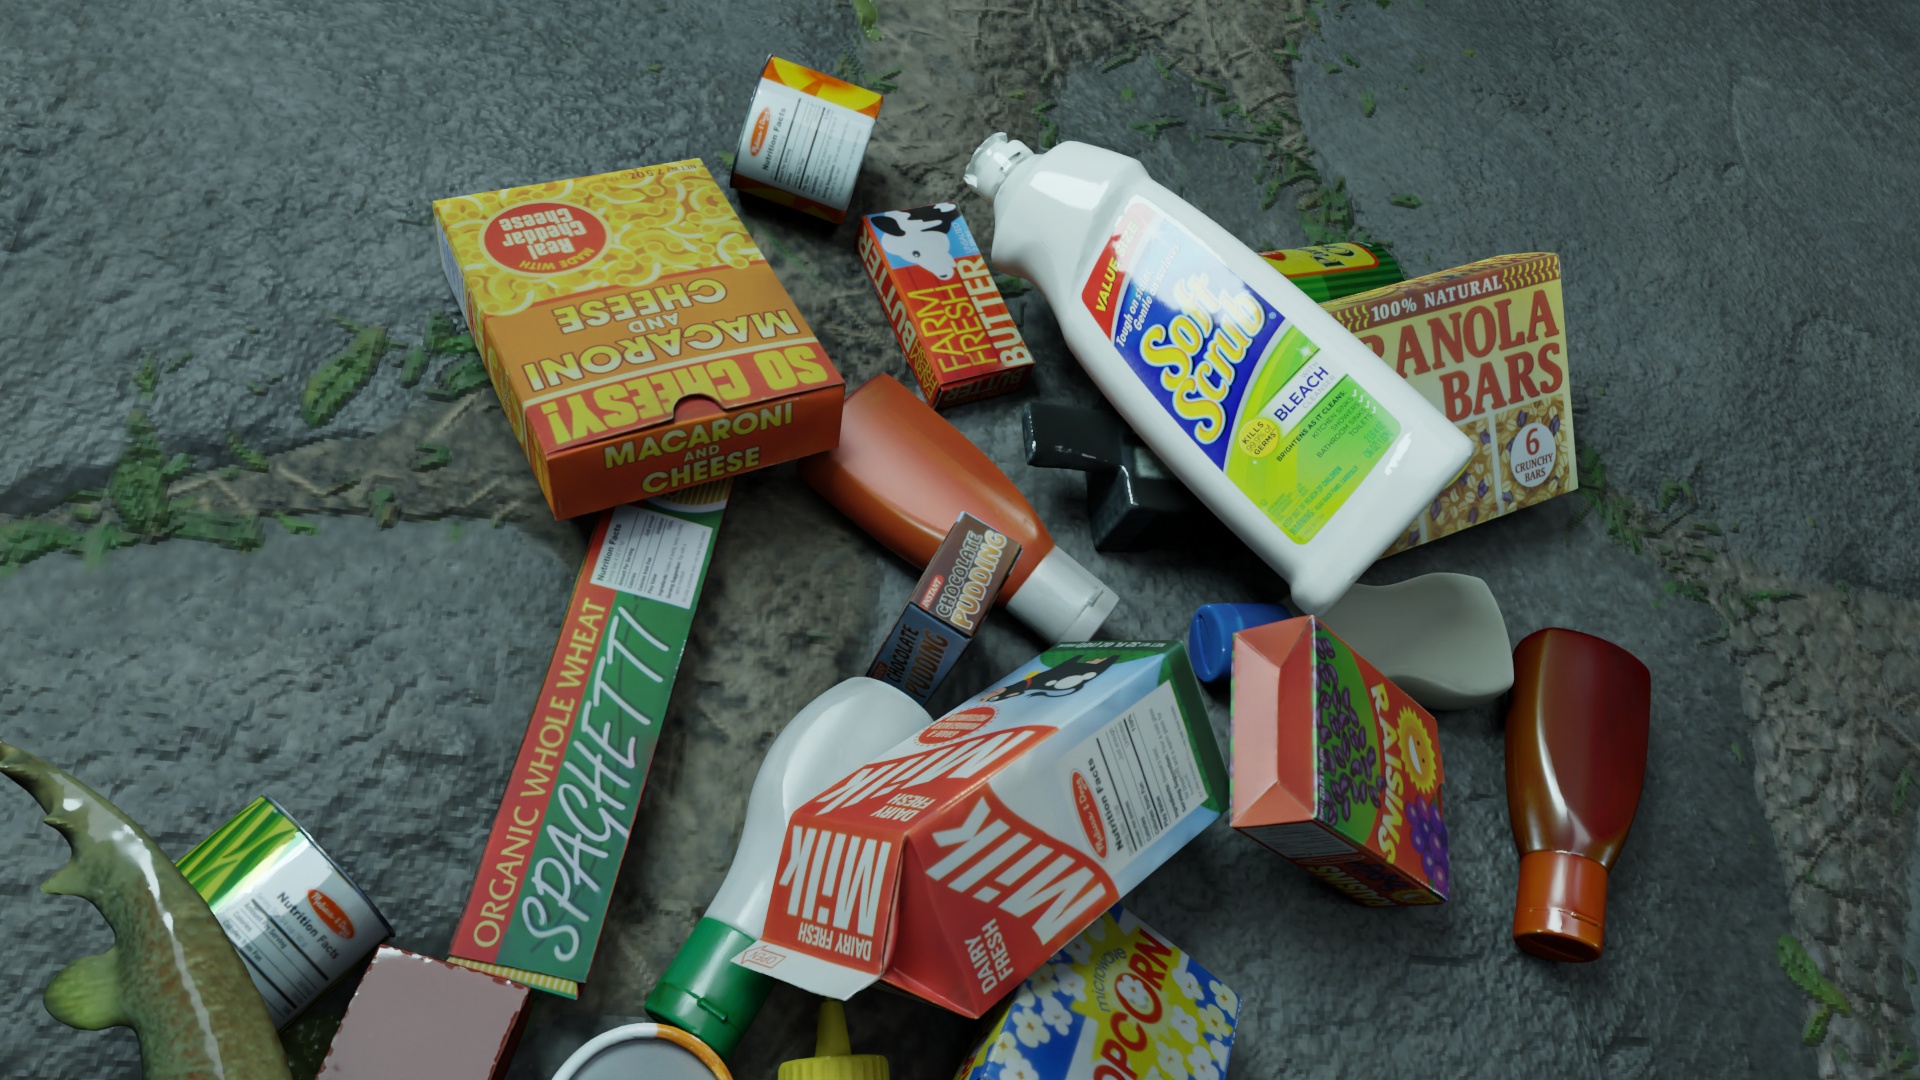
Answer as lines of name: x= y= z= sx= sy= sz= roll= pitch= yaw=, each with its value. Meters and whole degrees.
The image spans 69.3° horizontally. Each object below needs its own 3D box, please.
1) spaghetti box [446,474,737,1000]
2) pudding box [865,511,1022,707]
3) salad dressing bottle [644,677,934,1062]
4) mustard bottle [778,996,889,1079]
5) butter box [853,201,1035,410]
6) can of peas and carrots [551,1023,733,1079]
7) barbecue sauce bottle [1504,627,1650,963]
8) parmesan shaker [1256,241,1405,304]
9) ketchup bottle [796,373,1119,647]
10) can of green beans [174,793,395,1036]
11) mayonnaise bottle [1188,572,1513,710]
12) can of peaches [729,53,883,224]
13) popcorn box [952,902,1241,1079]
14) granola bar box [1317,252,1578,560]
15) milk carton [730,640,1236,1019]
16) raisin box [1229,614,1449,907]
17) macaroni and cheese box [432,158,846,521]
spaghetti box: x=-0.137 y=0.051 z=0.549 sx=0.050 sy=0.028 sz=0.251 roll=16 pitch=60 yaw=-9
pudding box: x=-0.008 y=0.030 z=0.568 sx=0.030 sy=0.083 sz=0.050 roll=31 pitch=59 yaw=-1
salad dressing bottle: x=-0.063 y=0.122 z=0.528 sx=0.064 sy=0.043 sz=0.148 roll=39 pitch=60 yaw=-9
mustard bottle: x=-0.043 y=0.230 z=0.475 sx=0.065 sy=0.048 sz=0.161 roll=3 pitch=63 yaw=-18
butter box: x=-0.009 y=-0.116 z=0.677 sx=0.053 sy=0.024 sz=0.104 roll=-15 pitch=69 yaw=-24
can of peas and carrots: x=-0.107 y=0.201 z=0.464 sx=0.071 sy=0.058 sz=0.071 roll=7 pitch=63 yaw=-14
barbecue sauce bottle: x=0.281 y=0.116 z=0.639 sx=0.065 sy=0.043 sz=0.149 roll=23 pitch=60 yaw=-5
parmesan shaker: x=0.166 y=-0.115 z=0.709 sx=0.103 sy=0.071 sz=0.071 roll=-12 pitch=68 yaw=-25
ketchup bottle: x=0.002 y=-0.008 z=0.614 sx=0.149 sy=0.043 sz=0.065 roll=39 pitch=52 yaw=4
can of green beans: x=-0.232 y=0.127 z=0.458 sx=0.071 sy=0.071 sz=0.058 roll=43 pitch=61 yaw=7
mayonnaise bottle: x=0.180 y=0.047 z=0.645 sx=0.148 sy=0.041 sz=0.065 roll=1 pitch=64 yaw=-16
can of peaches: x=-0.074 y=-0.194 z=0.674 sx=0.058 sy=0.071 sz=0.071 roll=18 pitch=60 yaw=-8
popcorn box: x=0.049 y=0.187 z=0.499 sx=0.085 sy=0.038 sz=0.127 roll=37 pitch=26 yaw=3
granola bar box: x=0.227 y=-0.065 z=0.683 sx=0.166 sy=0.039 sz=0.124 roll=-17 pitch=104 yaw=-24
milk carton: x=0.009 y=0.108 z=0.511 sx=0.191 sy=0.072 sz=0.073 roll=-28 pitch=104 yaw=-38
raisin box: x=0.160 y=0.095 z=0.579 sx=0.123 sy=0.040 sz=0.086 roll=35 pitch=50 yaw=-40
macaroni and cheese box: x=-0.139 y=-0.093 z=0.589 sx=0.124 sy=0.040 sz=0.167 roll=-17 pitch=53 yaw=-24
